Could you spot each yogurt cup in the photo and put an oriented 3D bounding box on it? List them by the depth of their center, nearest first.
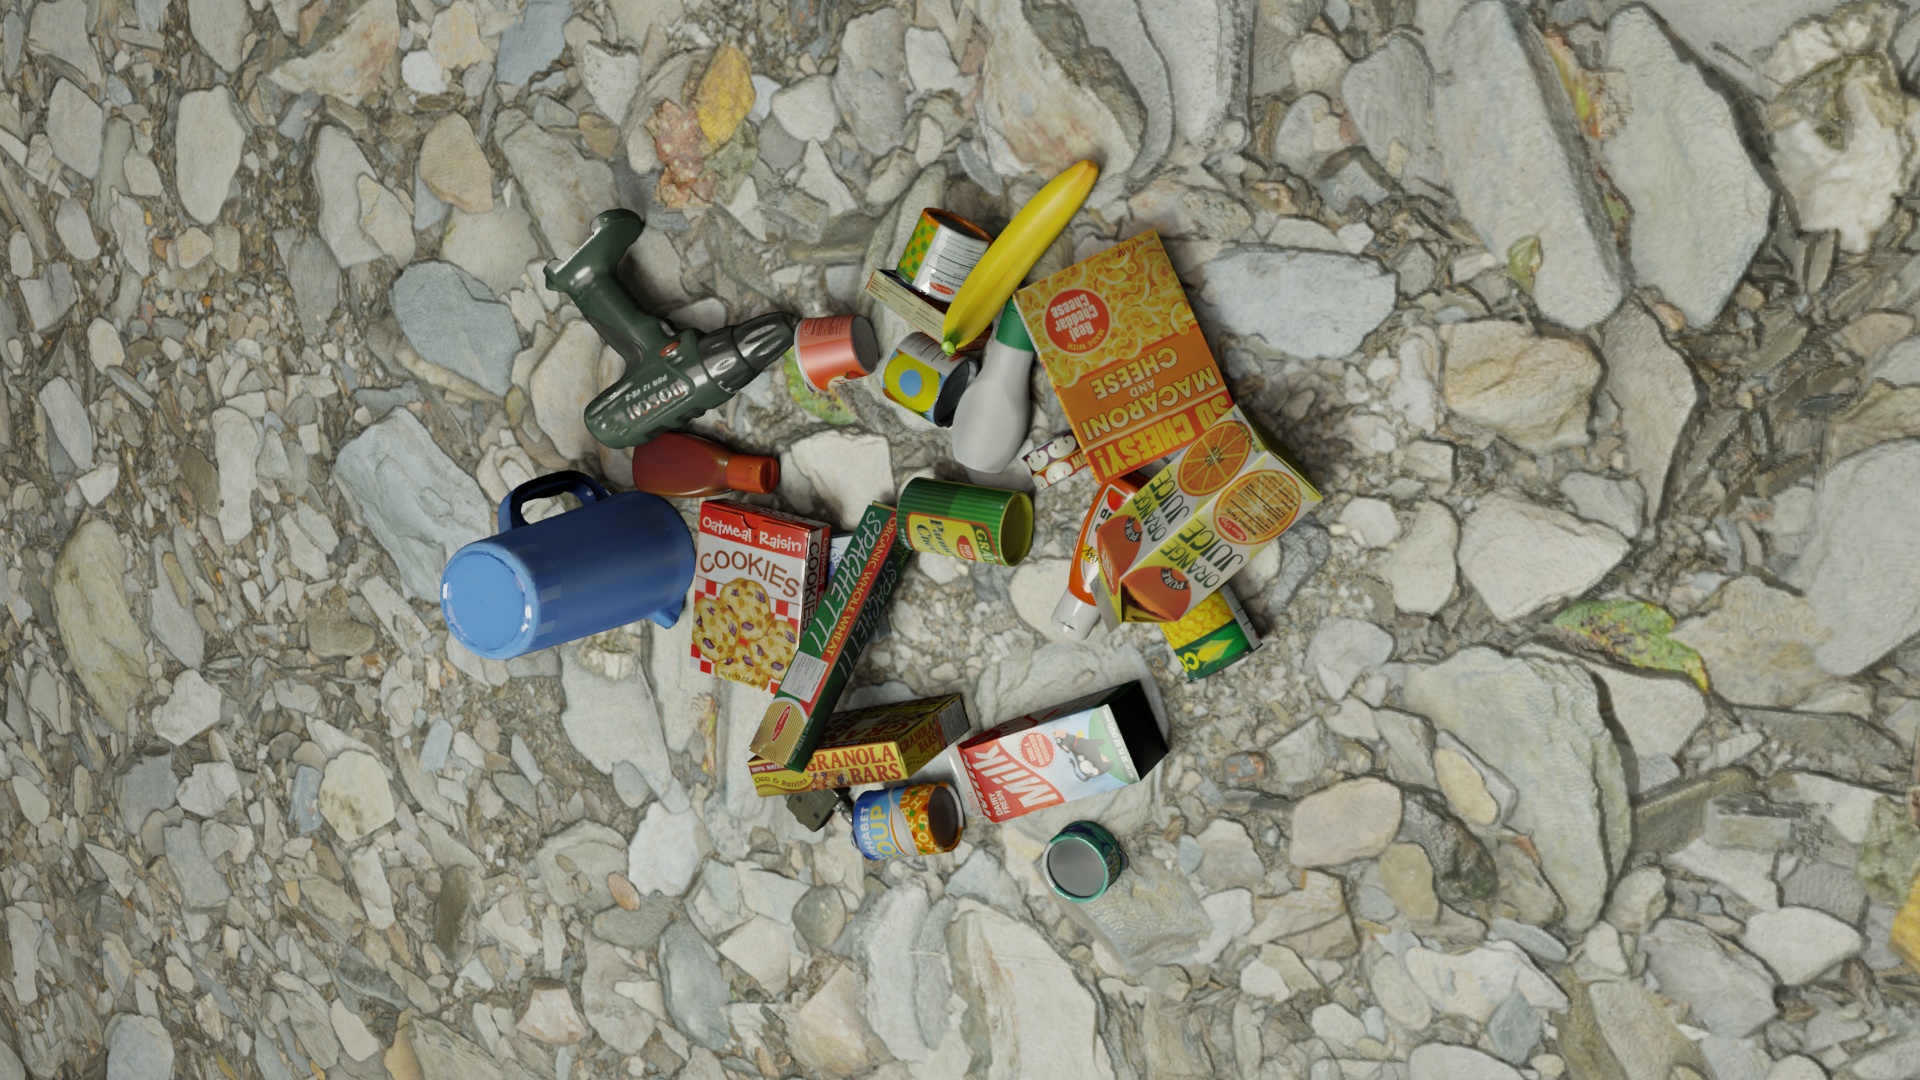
[{"bbox_3d":[-0.109,-0.170,1.237,0.054,0.072,0.072,-9,97,21],"label":"yogurt cup"}]

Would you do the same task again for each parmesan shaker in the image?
[{"bbox_3d":[0.004,-0.015,1.210,0.103,0.071,0.071,9,105,27],"label":"parmesan shaker"}]

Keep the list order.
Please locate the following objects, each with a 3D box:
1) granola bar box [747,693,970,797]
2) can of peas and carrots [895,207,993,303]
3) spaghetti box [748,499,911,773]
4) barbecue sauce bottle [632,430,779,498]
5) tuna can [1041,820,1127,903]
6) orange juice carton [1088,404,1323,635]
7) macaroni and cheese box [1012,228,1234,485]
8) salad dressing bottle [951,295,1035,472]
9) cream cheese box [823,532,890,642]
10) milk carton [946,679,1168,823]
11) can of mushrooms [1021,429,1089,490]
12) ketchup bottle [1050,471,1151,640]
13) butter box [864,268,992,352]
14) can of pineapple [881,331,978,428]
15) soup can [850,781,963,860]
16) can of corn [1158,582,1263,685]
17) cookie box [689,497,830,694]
[{"bbox_3d":[-0.092,0.186,1.269,0.165,0.125,0.039,-13,98,29],"label":"granola bar box"},{"bbox_3d":[-0.014,-0.241,1.171,0.071,0.071,0.058,35,115,17],"label":"can of peas and carrots"},{"bbox_3d":[-0.110,0.084,1.237,0.050,0.028,0.250,17,77,39],"label":"spaghetti box"},{"bbox_3d":[-0.246,-0.070,1.342,0.148,0.044,0.064,8,94,26],"label":"barbecue sauce bottle"},{"bbox_3d":[0.110,0.287,1.236,0.071,0.033,0.071,7,104,27],"label":"tuna can"},{"bbox_3d":[0.177,-0.007,1.081,0.073,0.072,0.192,36,111,-30],"label":"orange juice carton"},{"bbox_3d":[0.131,-0.144,1.101,0.124,0.040,0.166,-24,89,2],"label":"macaroni and cheese box"},{"bbox_3d":[0.036,-0.132,1.180,0.064,0.044,0.147,26,110,22],"label":"salad dressing bottle"},{"bbox_3d":[-0.102,0.045,1.302,0.053,0.024,0.103,-7,98,28],"label":"cream cheese box"},{"bbox_3d":[0.075,0.189,1.210,0.190,0.074,0.072,-22,91,30],"label":"milk carton"},{"bbox_3d":[0.088,-0.071,1.151,0.071,0.071,0.033,-29,87,30],"label":"can of mushrooms"},{"bbox_3d":[0.123,0.015,1.165,0.065,0.044,0.148,31,114,12],"label":"ketchup bottle"},{"bbox_3d":[-0.027,-0.198,1.193,0.103,0.053,0.024,36,112,16],"label":"butter box"},{"bbox_3d":[-0.027,-0.138,1.198,0.058,0.071,0.070,30,113,20],"label":"can of pineapple"},{"bbox_3d":[-0.050,0.263,1.294,0.083,0.071,0.071,-13,95,29],"label":"soup can"},{"bbox_3d":[0.199,0.075,1.123,0.071,0.071,0.058,-31,85,30],"label":"can of corn"},{"bbox_3d":[-0.190,0.054,1.304,0.123,0.040,0.167,14,106,24],"label":"cookie box"}]
